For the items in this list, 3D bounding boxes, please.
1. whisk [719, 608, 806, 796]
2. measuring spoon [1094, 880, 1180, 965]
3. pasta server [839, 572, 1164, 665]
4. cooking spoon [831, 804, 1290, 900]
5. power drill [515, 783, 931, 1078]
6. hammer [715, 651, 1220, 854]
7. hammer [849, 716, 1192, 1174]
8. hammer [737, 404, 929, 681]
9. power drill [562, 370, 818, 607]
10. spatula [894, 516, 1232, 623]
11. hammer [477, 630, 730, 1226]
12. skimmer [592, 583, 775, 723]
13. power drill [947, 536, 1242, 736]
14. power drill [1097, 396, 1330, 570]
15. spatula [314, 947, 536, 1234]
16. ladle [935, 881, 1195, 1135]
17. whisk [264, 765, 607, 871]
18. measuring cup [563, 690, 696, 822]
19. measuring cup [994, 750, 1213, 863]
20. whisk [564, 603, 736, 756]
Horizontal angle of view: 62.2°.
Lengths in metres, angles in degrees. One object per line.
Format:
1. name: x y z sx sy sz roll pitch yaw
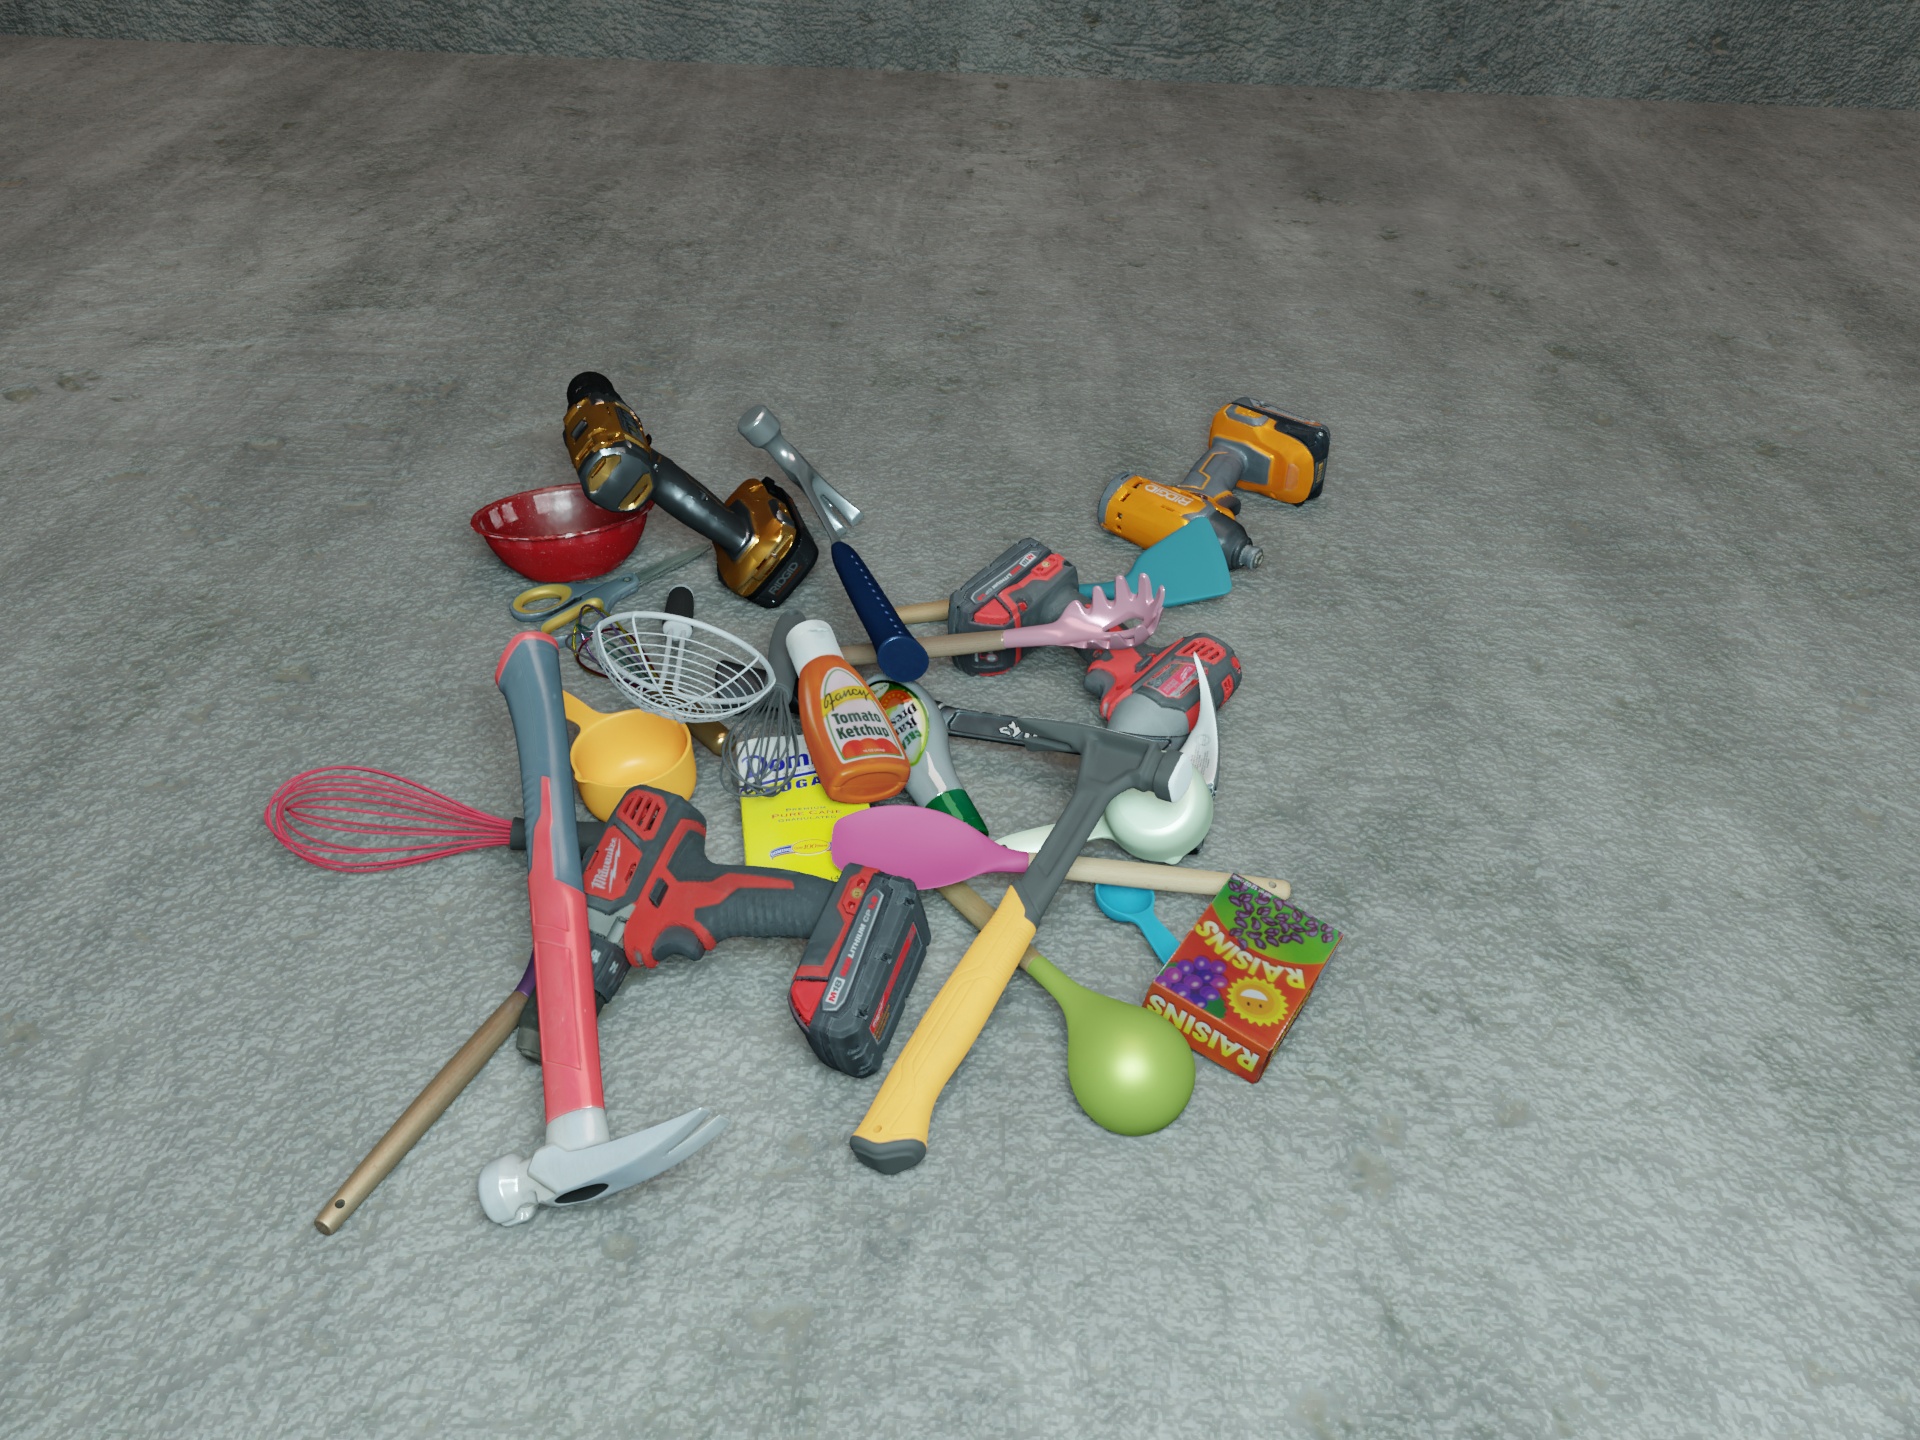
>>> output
1. whisk: -0.140 -0.018 1.185 0.055 0.055 0.239 3 34 1
2. measuring spoon: 0.132 0.153 1.072 0.042 0.021 0.129 -14 49 -28
3. pasta server: 0.007 -0.066 1.242 0.316 0.040 0.060 -5 51 18
4. cooking spoon: 0.070 0.100 1.084 0.319 0.017 0.069 7 50 -7
5. power drill: -0.151 0.149 0.984 0.227 0.080 0.188 15 63 16
6. hammer: -0.002 -0.004 1.218 0.409 0.036 0.149 9 70 17
7. hammer: 0.022 0.132 1.002 0.127 0.034 0.337 14 54 29
8. hammer: -0.095 -0.139 1.316 0.035 0.143 0.406 -40 34 7
9. power drill: -0.244 -0.207 1.374 0.226 0.084 0.186 30 19 -37
10. spatula: 0.077 -0.116 1.401 0.317 0.044 0.082 -9 65 -12
11. hammer: -0.233 0.096 0.967 0.143 0.038 0.387 -23 55 12
12. skimmer: -0.209 -0.079 1.216 0.127 0.090 0.363 17 15 -13
13. power drill: 0.100 -0.048 1.280 0.220 0.078 0.143 32 57 28
14. power drill: 0.260 -0.217 1.519 0.164 0.084 0.226 29 49 30
15. spatula: -0.286 0.192 0.988 0.060 0.018 0.316 32 43 4
16. ladle: 0.036 0.156 1.047 0.078 0.062 0.320 -26 38 -22
17. whisk: -0.333 0.078 1.113 0.295 0.073 0.073 6 36 -6
18. measuring cup: -0.268 0.022 1.191 0.174 0.052 0.095 27 49 35
19. measuring cup: 0.095 0.069 1.122 0.167 0.038 0.083 -15 66 6
20. whisk: -0.246 -0.028 1.252 0.047 0.051 0.245 -48 47 -9
